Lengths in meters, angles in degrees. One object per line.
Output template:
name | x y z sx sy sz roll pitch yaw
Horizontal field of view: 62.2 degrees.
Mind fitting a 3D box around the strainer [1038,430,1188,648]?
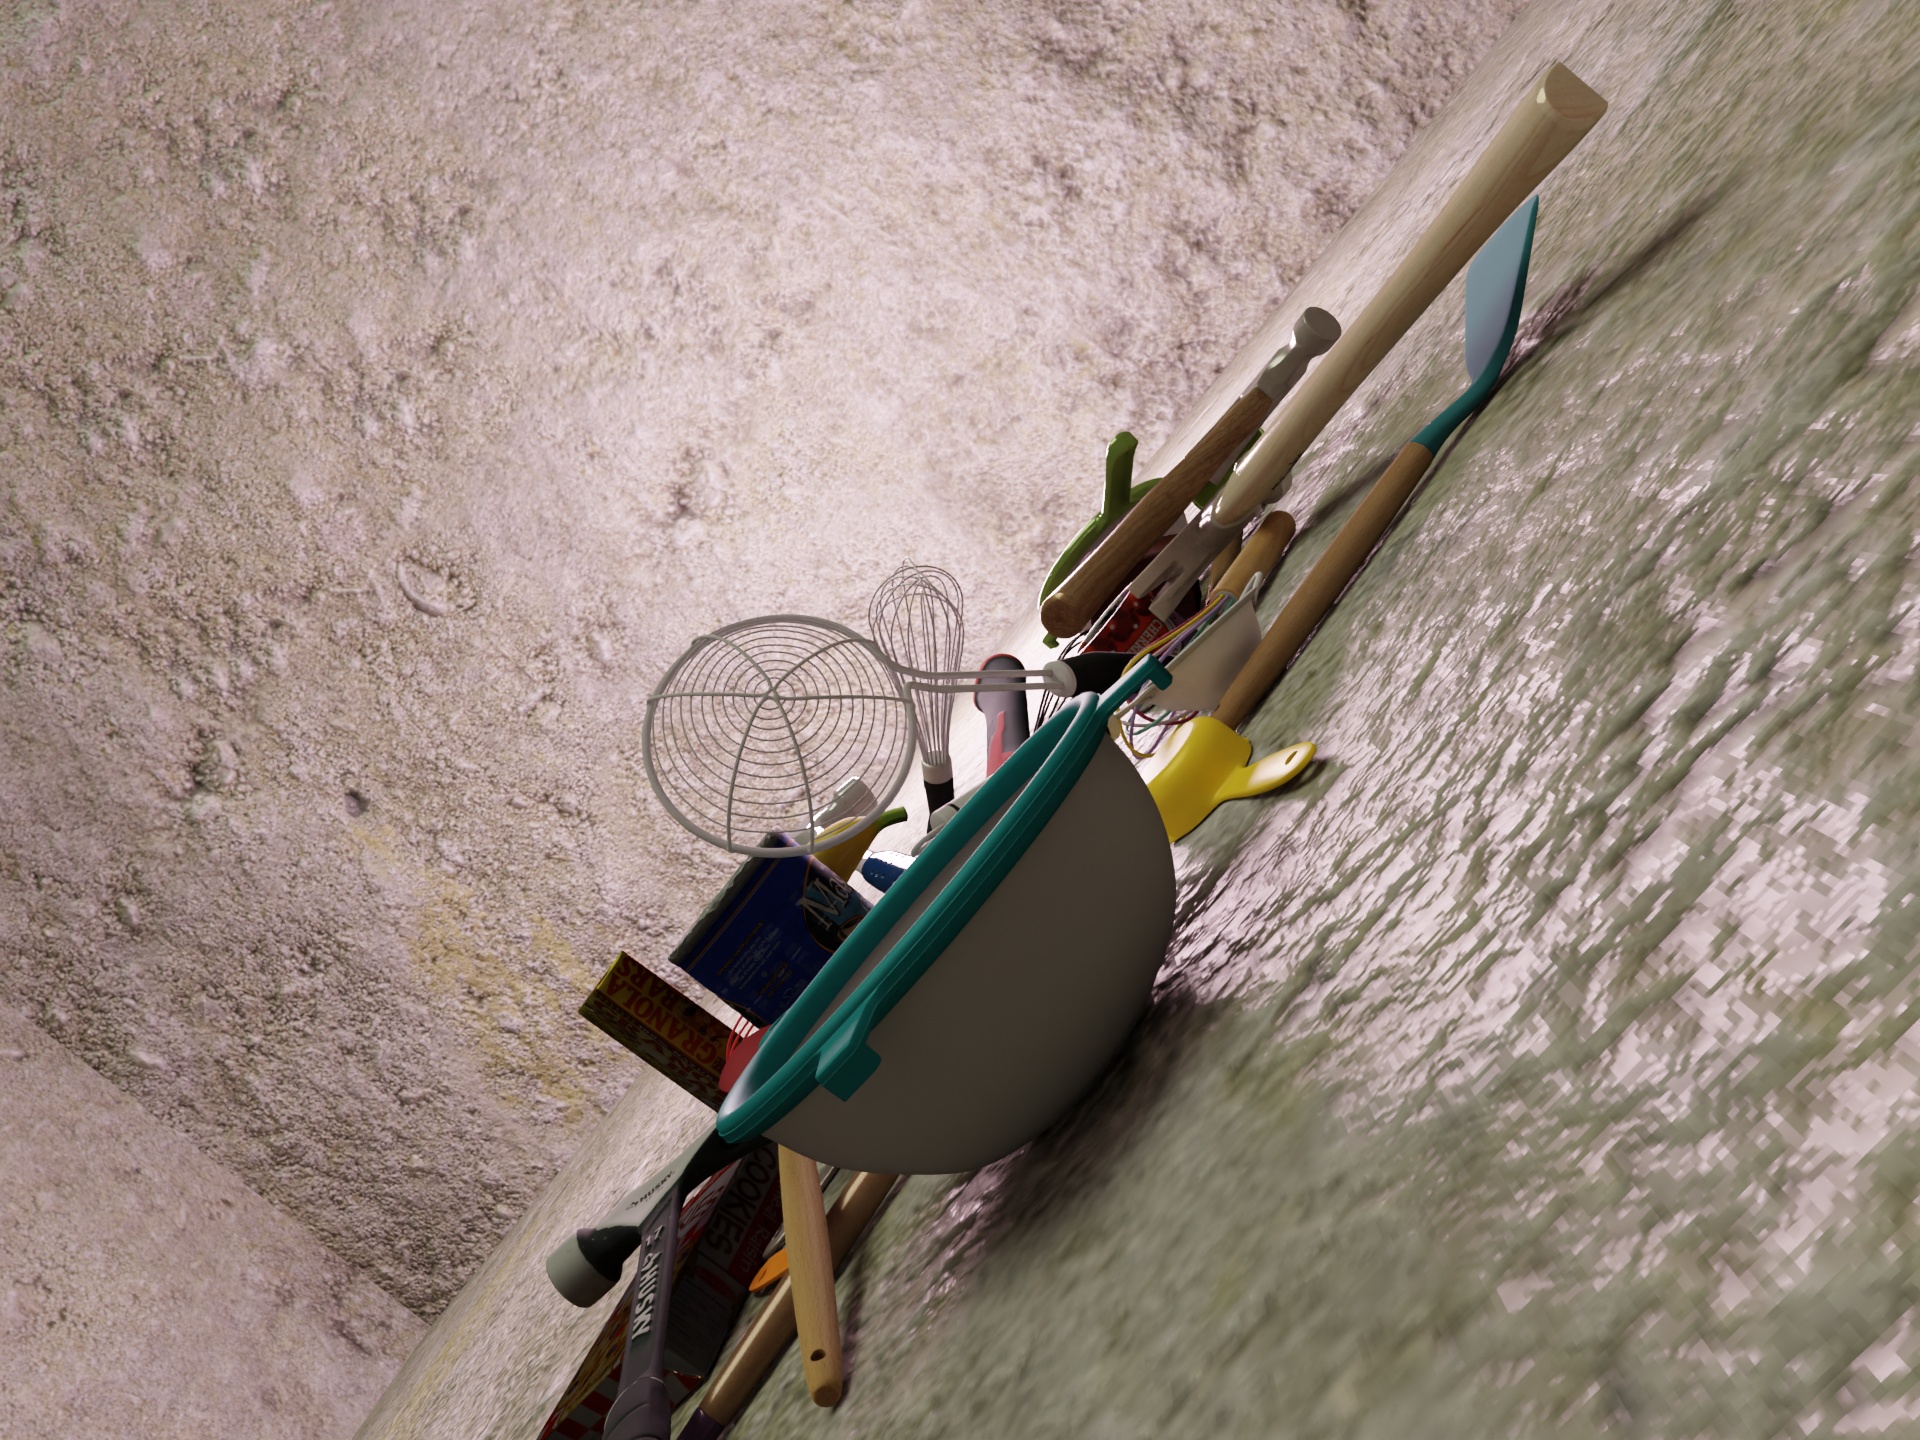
strainer | 0.134 -0.132 1.201 0.151 0.069 0.256 -40 -17 -11

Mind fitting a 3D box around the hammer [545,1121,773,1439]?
hammer | -0.129 0.276 0.664 0.149 0.036 0.409 -42 11 -1

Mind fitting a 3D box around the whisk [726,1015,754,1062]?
whisk | -0.063 0.164 1.159 0.296 0.073 0.073 -45 3 -9

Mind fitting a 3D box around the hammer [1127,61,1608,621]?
hammer | 0.206 -0.187 0.860 0.146 0.038 0.410 -47 -4 -25

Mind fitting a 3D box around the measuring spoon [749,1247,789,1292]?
measuring spoon | -0.085 0.267 0.771 0.021 0.011 0.117 -55 2 -31

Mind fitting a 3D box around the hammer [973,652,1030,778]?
hammer | 0.041 0.021 1.008 0.143 0.038 0.386 -49 13 16

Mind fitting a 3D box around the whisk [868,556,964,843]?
whisk | -0.020 0.007 1.150 0.070 0.070 0.284 -55 -32 -45

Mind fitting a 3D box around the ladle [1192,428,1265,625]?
ladle | 0.187 -0.142 1.140 0.078 0.062 0.320 -40 11 27

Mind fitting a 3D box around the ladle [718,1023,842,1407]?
ladle | -0.074 0.202 0.713 0.069 0.031 0.316 -18 16 -5

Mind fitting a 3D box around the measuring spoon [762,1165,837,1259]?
measuring spoon | -0.072 0.233 0.856 0.124 0.018 0.034 -53 4 -19

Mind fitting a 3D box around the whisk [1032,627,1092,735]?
whisk | 0.052 0.031 1.143 0.239 0.055 0.055 -56 5 -13

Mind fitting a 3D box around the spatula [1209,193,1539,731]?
spatula | 0.205 -0.120 0.790 0.317 0.044 0.082 -53 0 -12

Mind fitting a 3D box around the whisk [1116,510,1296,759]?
whisk | 0.146 -0.060 0.925 0.245 0.047 0.051 -50 1 -42

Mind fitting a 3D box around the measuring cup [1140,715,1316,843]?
measuring cup | 0.111 0.017 0.673 0.062 0.029 0.156 -52 2 -12

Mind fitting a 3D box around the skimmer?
skimmer | -0.001 -0.003 0.847 0.363 0.127 0.090 -4 -36 -51

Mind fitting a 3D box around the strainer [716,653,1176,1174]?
strainer | -0.008 0.120 0.644 0.211 0.095 0.340 -50 1 -30

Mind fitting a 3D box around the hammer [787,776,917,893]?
hammer | -0.069 0.110 1.166 0.144 0.035 0.405 -40 14 -15

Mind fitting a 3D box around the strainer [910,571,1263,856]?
strainer | 0.075 0.001 0.773 0.258 0.050 0.086 -32 -12 -29

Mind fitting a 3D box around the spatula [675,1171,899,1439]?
spatula | -0.090 0.274 0.677 0.316 0.018 0.060 -53 11 -20

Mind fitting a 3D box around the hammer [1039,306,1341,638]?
hammer | 0.142 -0.151 1.029 0.331 0.031 0.130 -48 -3 -39
